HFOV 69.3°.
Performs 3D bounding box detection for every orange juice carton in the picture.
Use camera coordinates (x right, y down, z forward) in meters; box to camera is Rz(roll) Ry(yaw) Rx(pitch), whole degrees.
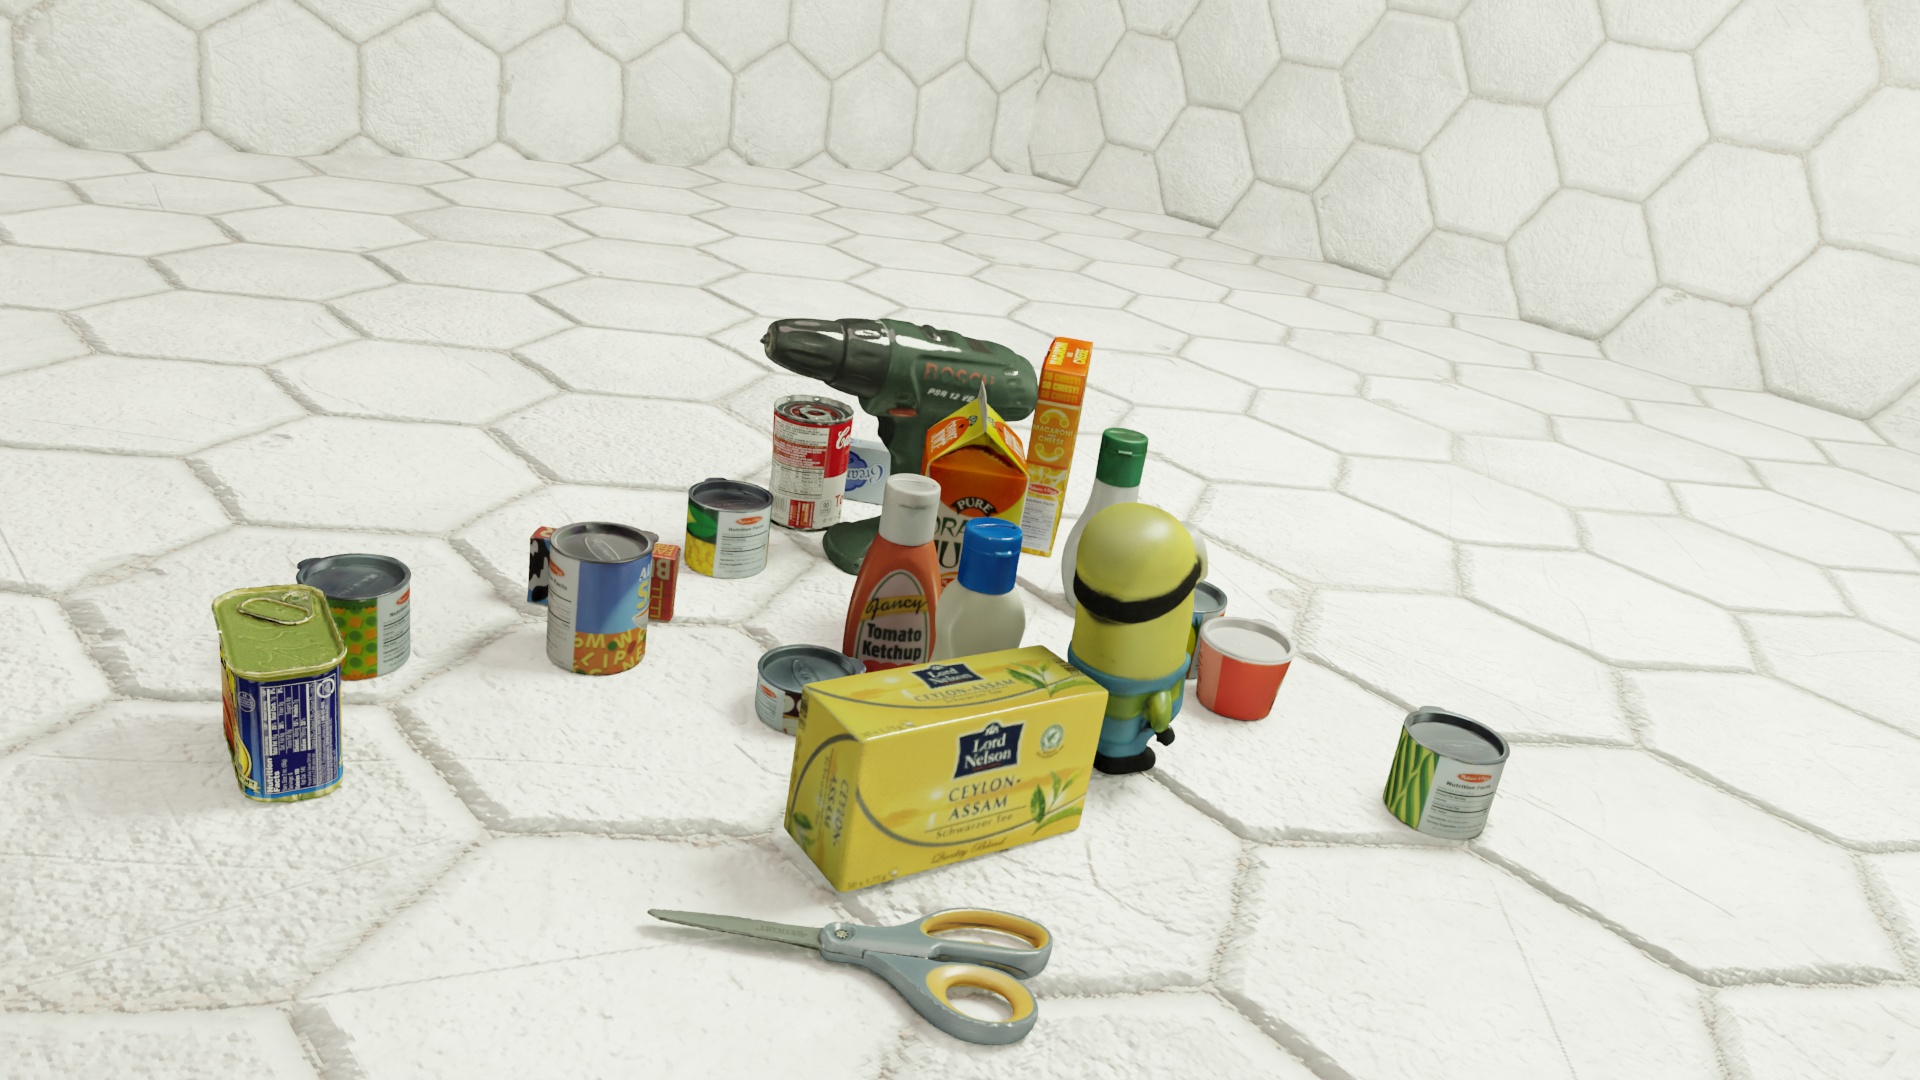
[{"bbox_3d":[0.004,-0.012,0.990,0.073,0.191,0.072,7,22,-4],"label":"orange juice carton"}]

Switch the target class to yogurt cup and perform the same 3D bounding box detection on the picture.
[{"bbox_3d":[0.201,0.093,0.993,0.072,0.053,0.073,8,22,-3],"label":"yogurt cup"}]

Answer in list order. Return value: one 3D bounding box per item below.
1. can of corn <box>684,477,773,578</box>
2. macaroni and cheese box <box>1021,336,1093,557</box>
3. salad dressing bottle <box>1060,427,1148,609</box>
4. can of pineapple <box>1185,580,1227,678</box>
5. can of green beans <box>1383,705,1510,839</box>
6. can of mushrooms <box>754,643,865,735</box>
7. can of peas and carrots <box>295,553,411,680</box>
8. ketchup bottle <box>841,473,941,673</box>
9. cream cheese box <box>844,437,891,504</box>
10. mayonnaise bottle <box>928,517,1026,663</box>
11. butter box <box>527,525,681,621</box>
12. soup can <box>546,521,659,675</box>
[{"bbox_3d":[-0.183,-0.010,1.091,0.071,0.058,0.071,8,22,-3],"label":"can of corn"},{"bbox_3d":[0.081,-0.086,1.230,0.040,0.165,0.124,11,22,5],"label":"macaroni and cheese box"},{"bbox_3d":[0.118,-0.015,1.098,0.064,0.147,0.044,9,22,1],"label":"salad dressing bottle"},{"bbox_3d":[0.161,0.063,1.044,0.071,0.057,0.071,8,22,-3],"label":"can of pineapple"},{"bbox_3d":[0.311,0.150,0.892,0.071,0.057,0.071,8,22,-3],"label":"can of green beans"},{"bbox_3d":[-0.097,0.097,0.899,0.071,0.033,0.071,8,22,-3],"label":"can of mushrooms"},{"bbox_3d":[-0.384,0.047,0.877,0.071,0.058,0.071,8,22,-3],"label":"can of peas and carrots"},{"bbox_3d":[-0.041,0.030,0.929,0.065,0.148,0.044,6,22,-6],"label":"ketchup bottle"},{"bbox_3d":[-0.113,-0.068,1.262,0.104,0.053,0.024,10,22,2],"label":"cream cheese box"},{"bbox_3d":[0.011,0.059,0.879,0.065,0.147,0.041,0,24,-21],"label":"mayonnaise bottle"},{"bbox_3d":[-0.253,0.024,0.989,0.103,0.053,0.024,8,22,-2],"label":"butter box"},{"bbox_3d":[-0.237,0.038,0.922,0.071,0.083,0.071,8,22,-3],"label":"soup can"}]
